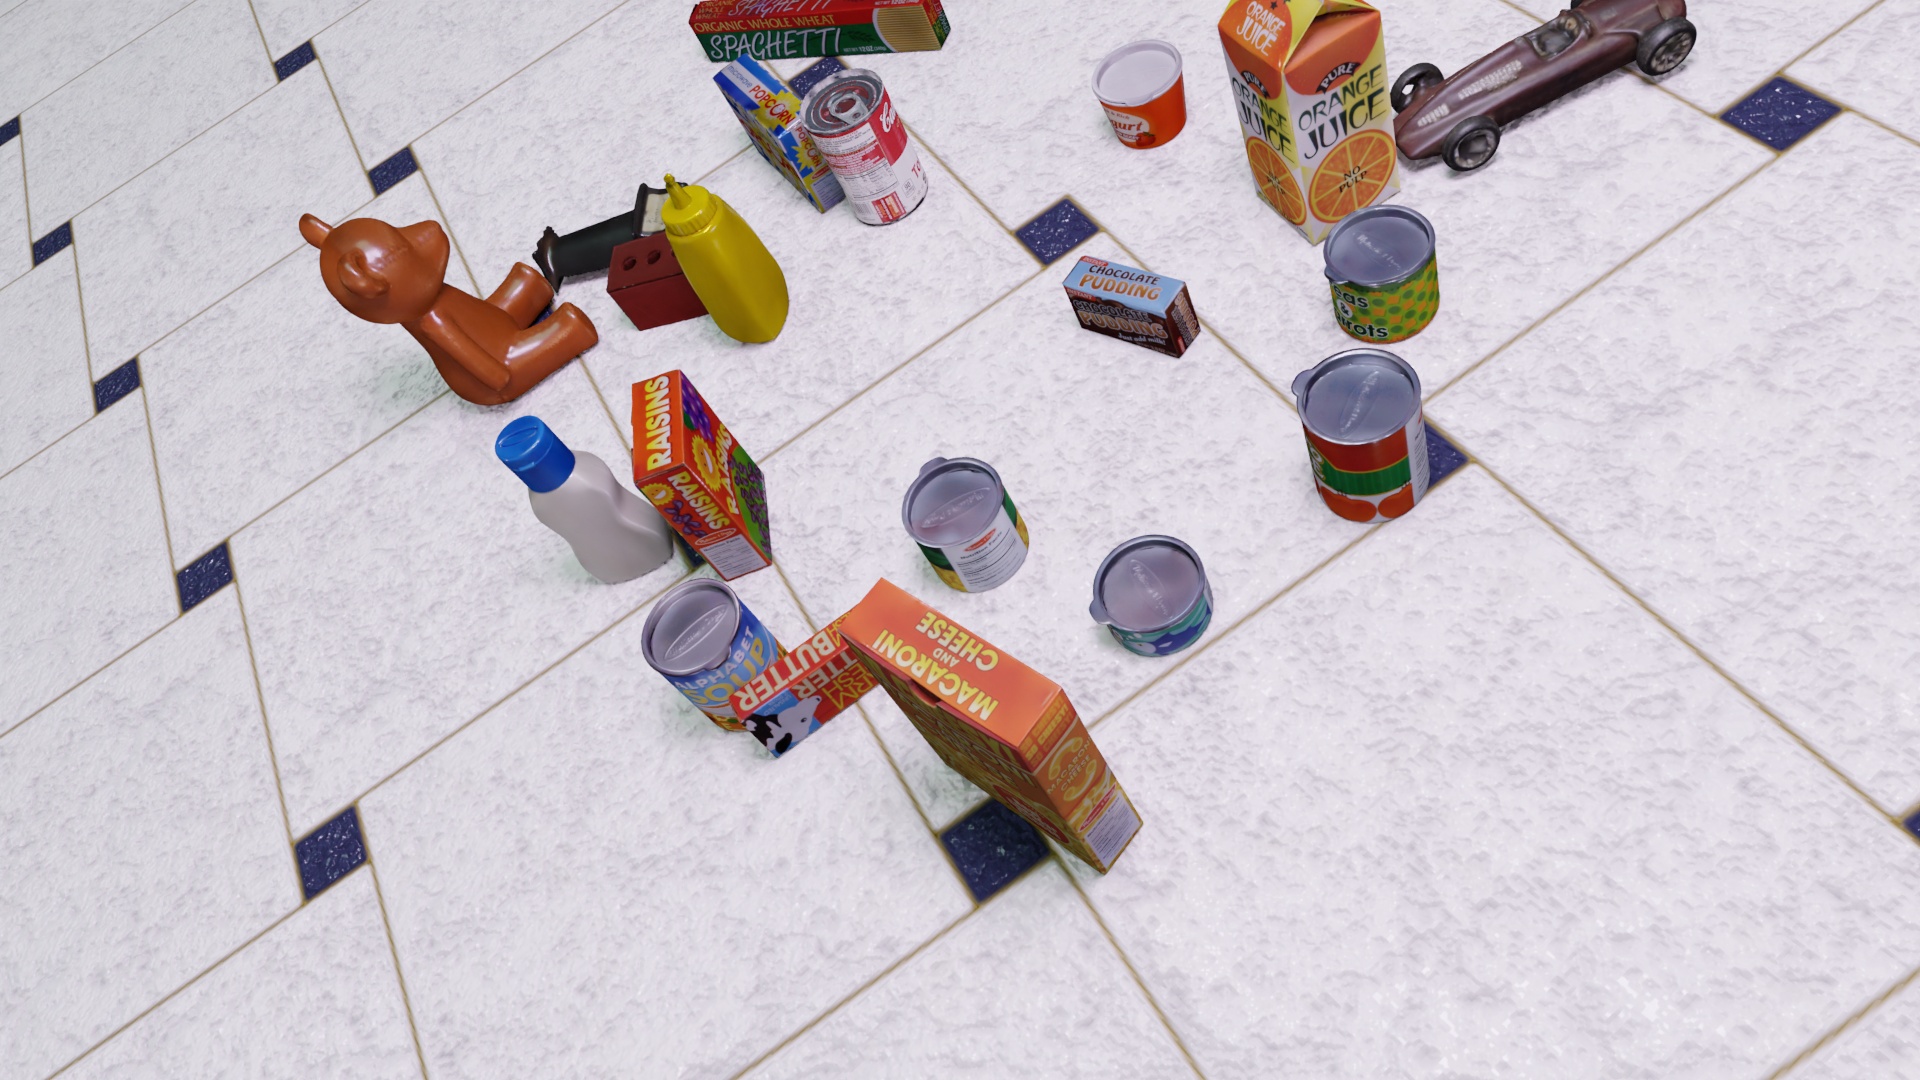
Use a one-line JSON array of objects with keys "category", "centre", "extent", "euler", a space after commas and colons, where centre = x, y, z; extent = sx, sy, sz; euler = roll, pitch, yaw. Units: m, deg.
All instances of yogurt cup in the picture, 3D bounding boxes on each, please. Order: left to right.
[{"category": "yogurt cup", "centre": [0.137, -0.330, 1.035], "extent": [0.072, 0.053, 0.073], "euler": [-11, 54, 16]}]

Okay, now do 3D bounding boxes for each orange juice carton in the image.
[{"category": "orange juice carton", "centre": [0.222, -0.289, 0.884], "extent": [0.073, 0.192, 0.072], "euler": [-33, 52, -1]}]

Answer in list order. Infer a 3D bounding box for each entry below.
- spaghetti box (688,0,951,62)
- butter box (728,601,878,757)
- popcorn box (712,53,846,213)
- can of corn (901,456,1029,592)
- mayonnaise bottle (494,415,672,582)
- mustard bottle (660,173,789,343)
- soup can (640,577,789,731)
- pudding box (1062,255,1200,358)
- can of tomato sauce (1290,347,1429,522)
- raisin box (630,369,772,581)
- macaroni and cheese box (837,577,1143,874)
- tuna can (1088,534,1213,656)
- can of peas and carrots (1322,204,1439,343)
[{"category": "spaghetti box", "centre": [-0.130, -0.458, 1.235], "extent": [0.250, 0.050, 0.029], "euler": [7, 61, 26]}, {"category": "butter box", "centre": [-0.085, 0.084, 0.846], "extent": [0.103, 0.053, 0.024], "euler": [-36, 52, -3]}, {"category": "popcorn box", "centre": [-0.144, -0.333, 1.134], "extent": [0.038, 0.085, 0.127], "euler": [-38, 52, -5]}, {"category": "can of corn", "centre": [0.003, -0.011, 0.871], "extent": [0.071, 0.058, 0.071], "euler": [-11, 54, 16]}, {"category": "mayonnaise bottle", "centre": [-0.253, -0.027, 0.931], "extent": [0.065, 0.147, 0.041], "euler": [-21, 52, 9]}, {"category": "mustard bottle", "centre": [-0.179, -0.213, 1.018], "extent": [0.049, 0.159, 0.065], "euler": [-2, 57, 21]}, {"category": "soup can", "centre": [-0.146, 0.074, 0.859], "extent": [0.071, 0.083, 0.072], "euler": [-11, 55, 16]}, {"category": "pudding box", "centre": [0.115, -0.158, 0.930], "extent": [0.084, 0.049, 0.030], "euler": [24, 70, 33]}, {"category": "can of tomato sauce", "centre": [0.229, -0.058, 0.794], "extent": [0.071, 0.082, 0.071], "euler": [-11, 55, 16]}, {"category": "raisin box", "centre": [-0.172, -0.042, 0.923], "extent": [0.040, 0.123, 0.086], "euler": [-19, 53, 11]}, {"category": "macaroni and cheese box", "centre": [0.019, 0.099, 0.720], "extent": [0.124, 0.166, 0.040], "euler": [29, 73, 35]}, {"category": "tuna can", "centre": [0.111, 0.034, 0.812], "extent": [0.071, 0.032, 0.071], "euler": [-11, 54, 16]}, {"category": "can of peas and carrots", "centre": [0.262, -0.164, 0.867], "extent": [0.071, 0.058, 0.071], "euler": [-11, 54, 16]}]
